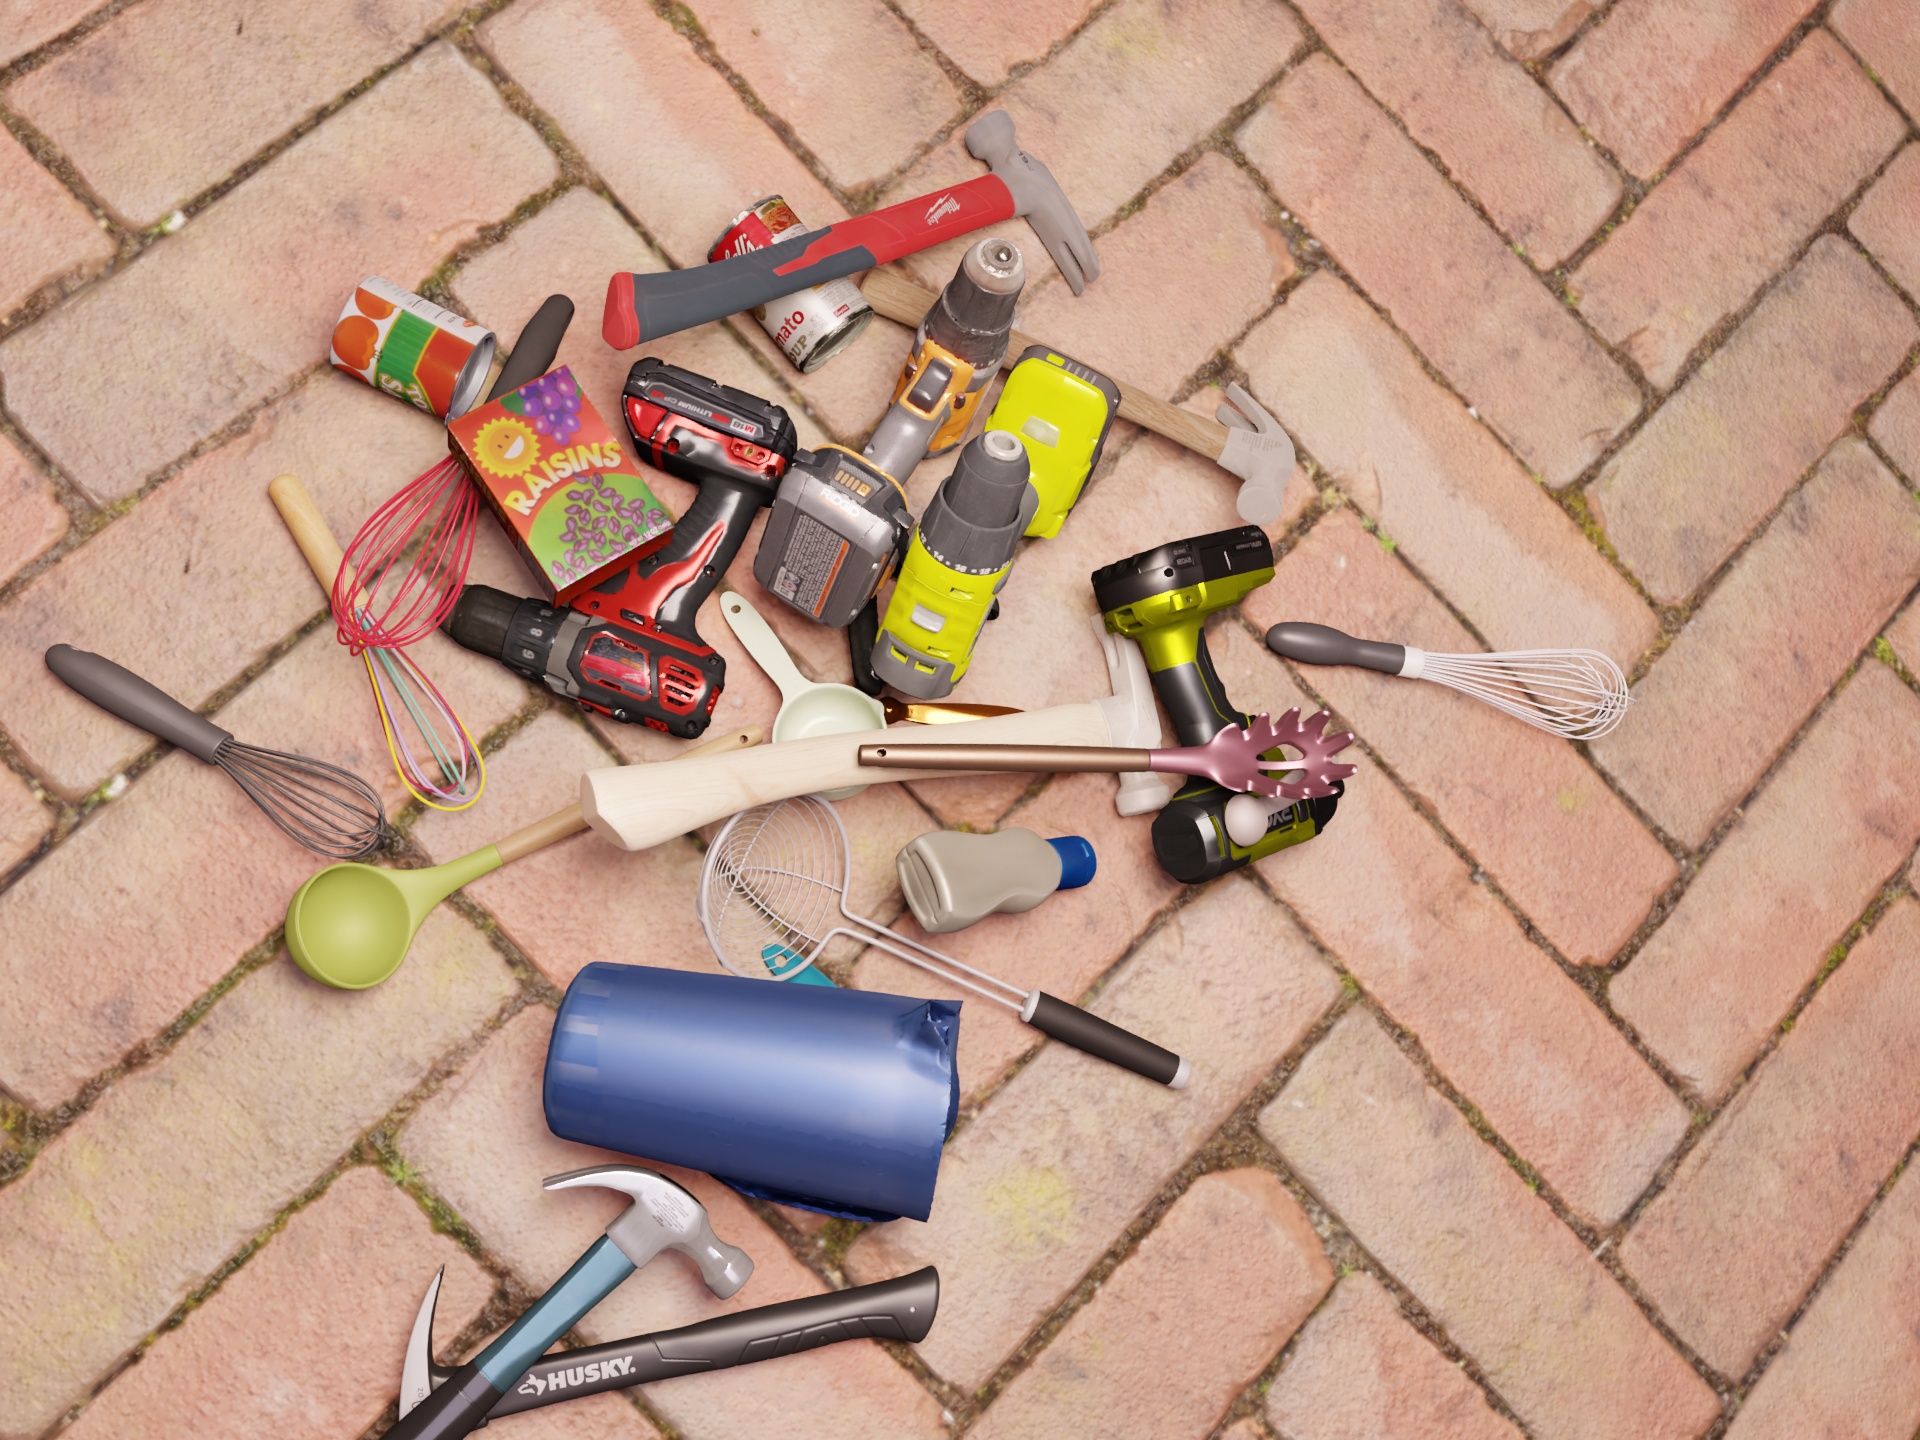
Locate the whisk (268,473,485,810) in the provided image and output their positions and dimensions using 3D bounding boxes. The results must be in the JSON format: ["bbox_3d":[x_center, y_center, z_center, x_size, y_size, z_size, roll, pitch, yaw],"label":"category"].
[{"bbox_3d":[-0.375,-0.050,1.009,0.047,0.051,0.245,-31,86,-10],"label":"whisk"}]

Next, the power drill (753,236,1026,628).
[{"bbox_3d":[-0.035,-0.188,1.011,0.084,0.185,0.226,32,60,-1],"label":"power drill"}]

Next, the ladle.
[{"bbox_3d":[-0.266,0.074,1.008,0.320,0.062,0.078,-26,99,-19],"label":"ladle"}]

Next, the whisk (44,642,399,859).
[{"bbox_3d":[-0.454,0.016,0.979,0.239,0.055,0.055,30,76,-2],"label":"whisk"}]

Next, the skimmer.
[{"bbox_3d":[-0.001,0.161,1.037,0.363,0.090,0.127,26,74,-8],"label":"skimmer"}]

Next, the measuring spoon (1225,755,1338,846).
[{"bbox_3d":[0.221,0.049,1.065,0.124,0.018,0.034,-27,99,-38],"label":"measuring spoon"}]

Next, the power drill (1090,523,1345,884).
[{"bbox_3d":[0.185,-0.015,1.105,0.171,0.080,0.223,-16,89,-39],"label":"power drill"}]

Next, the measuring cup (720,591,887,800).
[{"bbox_3d":[-0.113,-0.018,1.074,0.083,0.038,0.168,-33,73,-14],"label":"measuring cup"}]

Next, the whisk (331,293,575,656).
[{"bbox_3d":[-0.315,-0.163,1.015,0.073,0.073,0.296,25,63,-8],"label":"whisk"}]

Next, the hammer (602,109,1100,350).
[{"bbox_3d":[-0.066,-0.303,1.061,0.386,0.038,0.143,-32,89,-36],"label":"hammer"}]

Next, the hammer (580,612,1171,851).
[{"bbox_3d":[-0.043,0.013,1.022,0.410,0.038,0.146,-7,81,-32],"label":"hammer"}]

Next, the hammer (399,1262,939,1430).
[{"bbox_3d":[-0.175,0.386,0.988,0.334,0.035,0.146,-7,83,-14],"label":"hammer"}]

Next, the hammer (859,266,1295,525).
[{"bbox_3d":[0.084,-0.244,1.132,0.331,0.031,0.130,24,40,0],"label":"hammer"}]

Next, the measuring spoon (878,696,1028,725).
[{"bbox_3d":[-0.002,-0.004,1.104,0.117,0.011,0.021,5,80,-13],"label":"measuring spoon"}]

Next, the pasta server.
[{"bbox_3d":[0.094,0.022,1.002,0.316,0.040,0.060,1,73,-11],"label":"pasta server"}]

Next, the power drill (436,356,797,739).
[{"bbox_3d":[-0.219,-0.117,1.040,0.188,0.080,0.227,20,81,-3],"label":"power drill"}]

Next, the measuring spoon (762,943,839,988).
[{"bbox_3d":[-0.081,0.191,1.055,0.128,0.021,0.042,38,75,5],"label":"measuring spoon"}]

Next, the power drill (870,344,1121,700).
[{"bbox_3d":[0.026,-0.143,1.012,0.080,0.190,0.229,27,45,3],"label":"power drill"}]

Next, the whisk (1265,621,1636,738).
[{"bbox_3d":[0.362,-0.037,1.177,0.284,0.070,0.070,10,79,-6],"label":"whisk"}]

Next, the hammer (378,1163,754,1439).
[{"bbox_3d":[-0.284,0.393,0.925,0.331,0.033,0.128,-42,94,-15],"label":"hammer"}]
